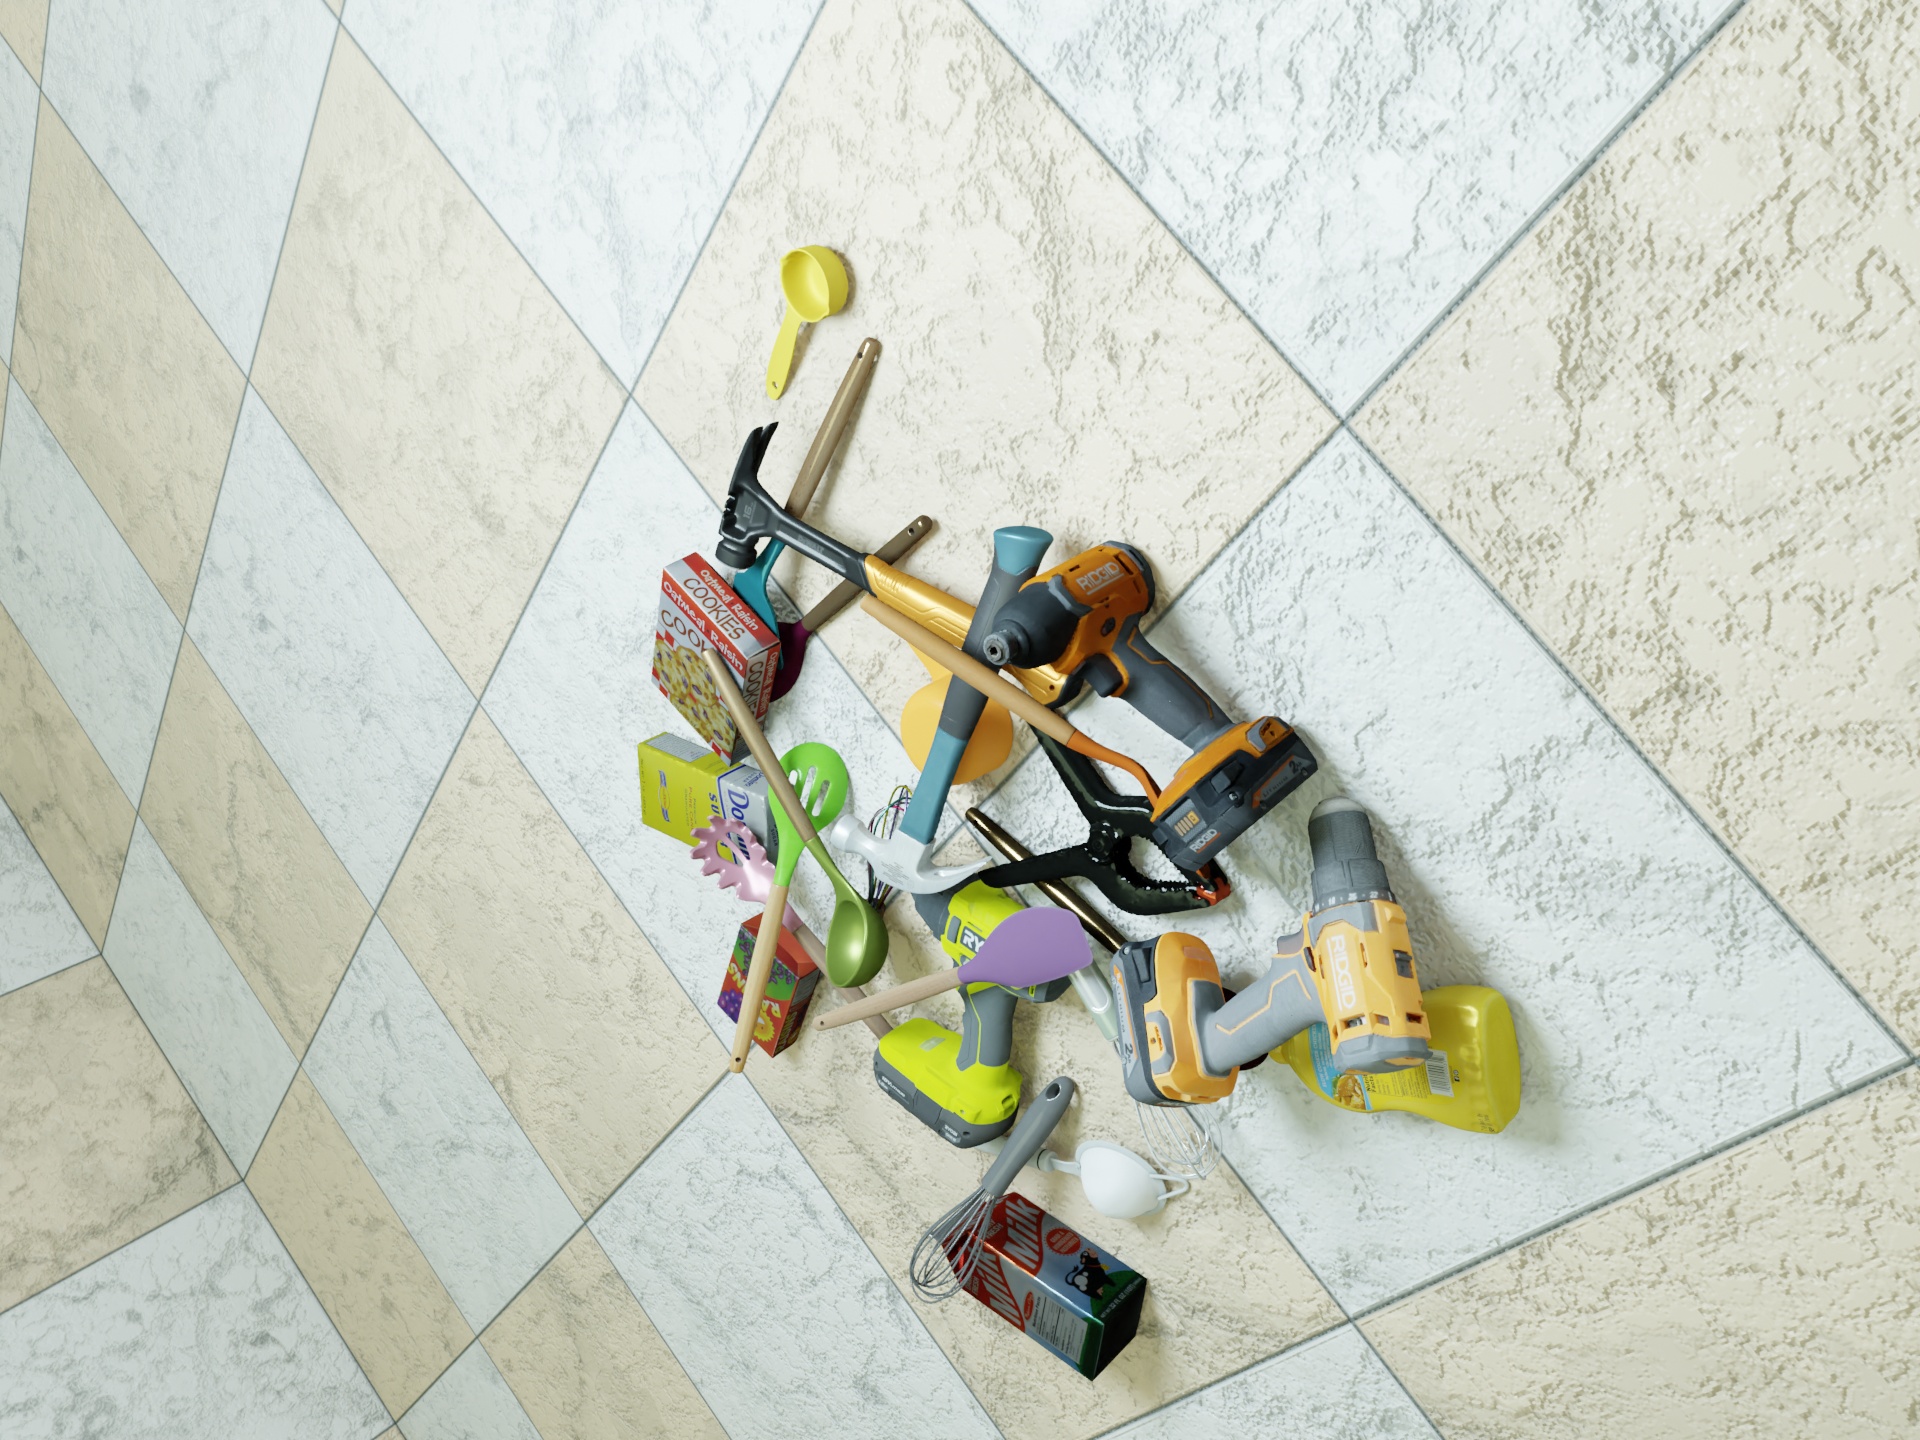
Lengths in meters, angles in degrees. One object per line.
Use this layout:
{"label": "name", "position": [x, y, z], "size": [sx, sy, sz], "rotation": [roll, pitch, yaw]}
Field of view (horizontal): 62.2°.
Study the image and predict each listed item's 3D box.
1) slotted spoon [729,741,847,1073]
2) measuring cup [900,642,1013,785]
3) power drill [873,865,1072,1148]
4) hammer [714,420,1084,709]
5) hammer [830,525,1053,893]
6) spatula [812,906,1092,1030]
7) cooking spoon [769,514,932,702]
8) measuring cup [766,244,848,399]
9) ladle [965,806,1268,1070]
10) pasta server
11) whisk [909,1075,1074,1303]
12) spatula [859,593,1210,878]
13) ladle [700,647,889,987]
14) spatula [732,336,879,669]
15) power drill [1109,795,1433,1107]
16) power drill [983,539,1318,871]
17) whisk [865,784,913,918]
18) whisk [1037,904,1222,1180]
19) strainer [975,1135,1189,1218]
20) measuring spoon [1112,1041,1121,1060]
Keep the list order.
{"label": "slotted spoon", "position": [-0.166, 0.172, 1.434], "size": [0.070, 0.031, 0.313], "rotation": [15, 99, -2]}
{"label": "measuring cup", "position": [-0.030, -0.026, 1.291], "size": [0.095, 0.052, 0.173], "rotation": [-36, 85, 45]}
{"label": "power drill", "position": [0.002, 0.240, 1.370], "size": [0.171, 0.080, 0.223], "rotation": [31, 123, 28]}
{"label": "hammer", "position": [-0.047, -0.110, 1.253], "size": [0.337, 0.034, 0.127], "rotation": [31, 122, 18]}
{"label": "hammer", "position": [-0.002, -0.004, 1.223], "size": [0.128, 0.033, 0.330], "rotation": [30, 120, 17]}
{"label": "spatula", "position": [-0.017, 0.215, 1.319], "size": [0.316, 0.018, 0.060], "rotation": [-27, 83, 38]}
{"label": "cooking spoon", "position": [-0.118, -0.094, 1.364], "size": [0.319, 0.017, 0.069], "rotation": [-35, 84, 46]}
{"label": "measuring cup", "position": [-0.127, -0.316, 1.277], "size": [0.062, 0.029, 0.156], "rotation": [49, 145, 13]}
{"label": "ladle", "position": [0.114, 0.167, 1.262], "size": [0.316, 0.031, 0.069], "rotation": [40, 123, 27]}
{"label": "pasta server", "position": [-0.134, 0.213, 1.462], "size": [0.060, 0.040, 0.316], "rotation": [-40, 90, 6]}
{"label": "whisk", "position": [0.029, 0.406, 1.377], "size": [0.055, 0.055, 0.239], "rotation": [37, 99, 24]}
{"label": "spatula", "position": [0.056, 0.007, 1.154], "size": [0.323, 0.081, 0.041], "rotation": [34, 96, 10]}
{"label": "ladle", "position": [-0.152, 0.085, 1.377], "size": [0.078, 0.062, 0.320], "rotation": [-20, 100, 58]}
{"label": "spatula", "position": [-0.130, -0.181, 1.325], "size": [0.082, 0.044, 0.317], "rotation": [48, 126, 26]}
{"label": "power drill", "position": [0.211, 0.167, 1.109], "size": [0.226, 0.084, 0.185], "rotation": [-27, 58, 41]}
{"label": "power drill", "position": [0.121, -0.012, 1.088], "size": [0.226, 0.164, 0.084], "rotation": [50, 134, 10]}
{"label": "whisk", "position": [-0.072, 0.154, 1.420], "size": [0.047, 0.051, 0.244], "rotation": [33, 131, 19]}
{"label": "whisk", "position": [0.130, 0.253, 1.253], "size": [0.058, 0.059, 0.246], "rotation": [-32, 87, 8]}
{"label": "strainer", "position": [0.082, 0.390, 1.391], "size": [0.258, 0.050, 0.086], "rotation": [4, 126, 44]}
{"label": "measuring spoon", "position": [0.155, 0.225, 1.271], "size": [0.034, 0.018, 0.124], "rotation": [35, 122, 28]}
